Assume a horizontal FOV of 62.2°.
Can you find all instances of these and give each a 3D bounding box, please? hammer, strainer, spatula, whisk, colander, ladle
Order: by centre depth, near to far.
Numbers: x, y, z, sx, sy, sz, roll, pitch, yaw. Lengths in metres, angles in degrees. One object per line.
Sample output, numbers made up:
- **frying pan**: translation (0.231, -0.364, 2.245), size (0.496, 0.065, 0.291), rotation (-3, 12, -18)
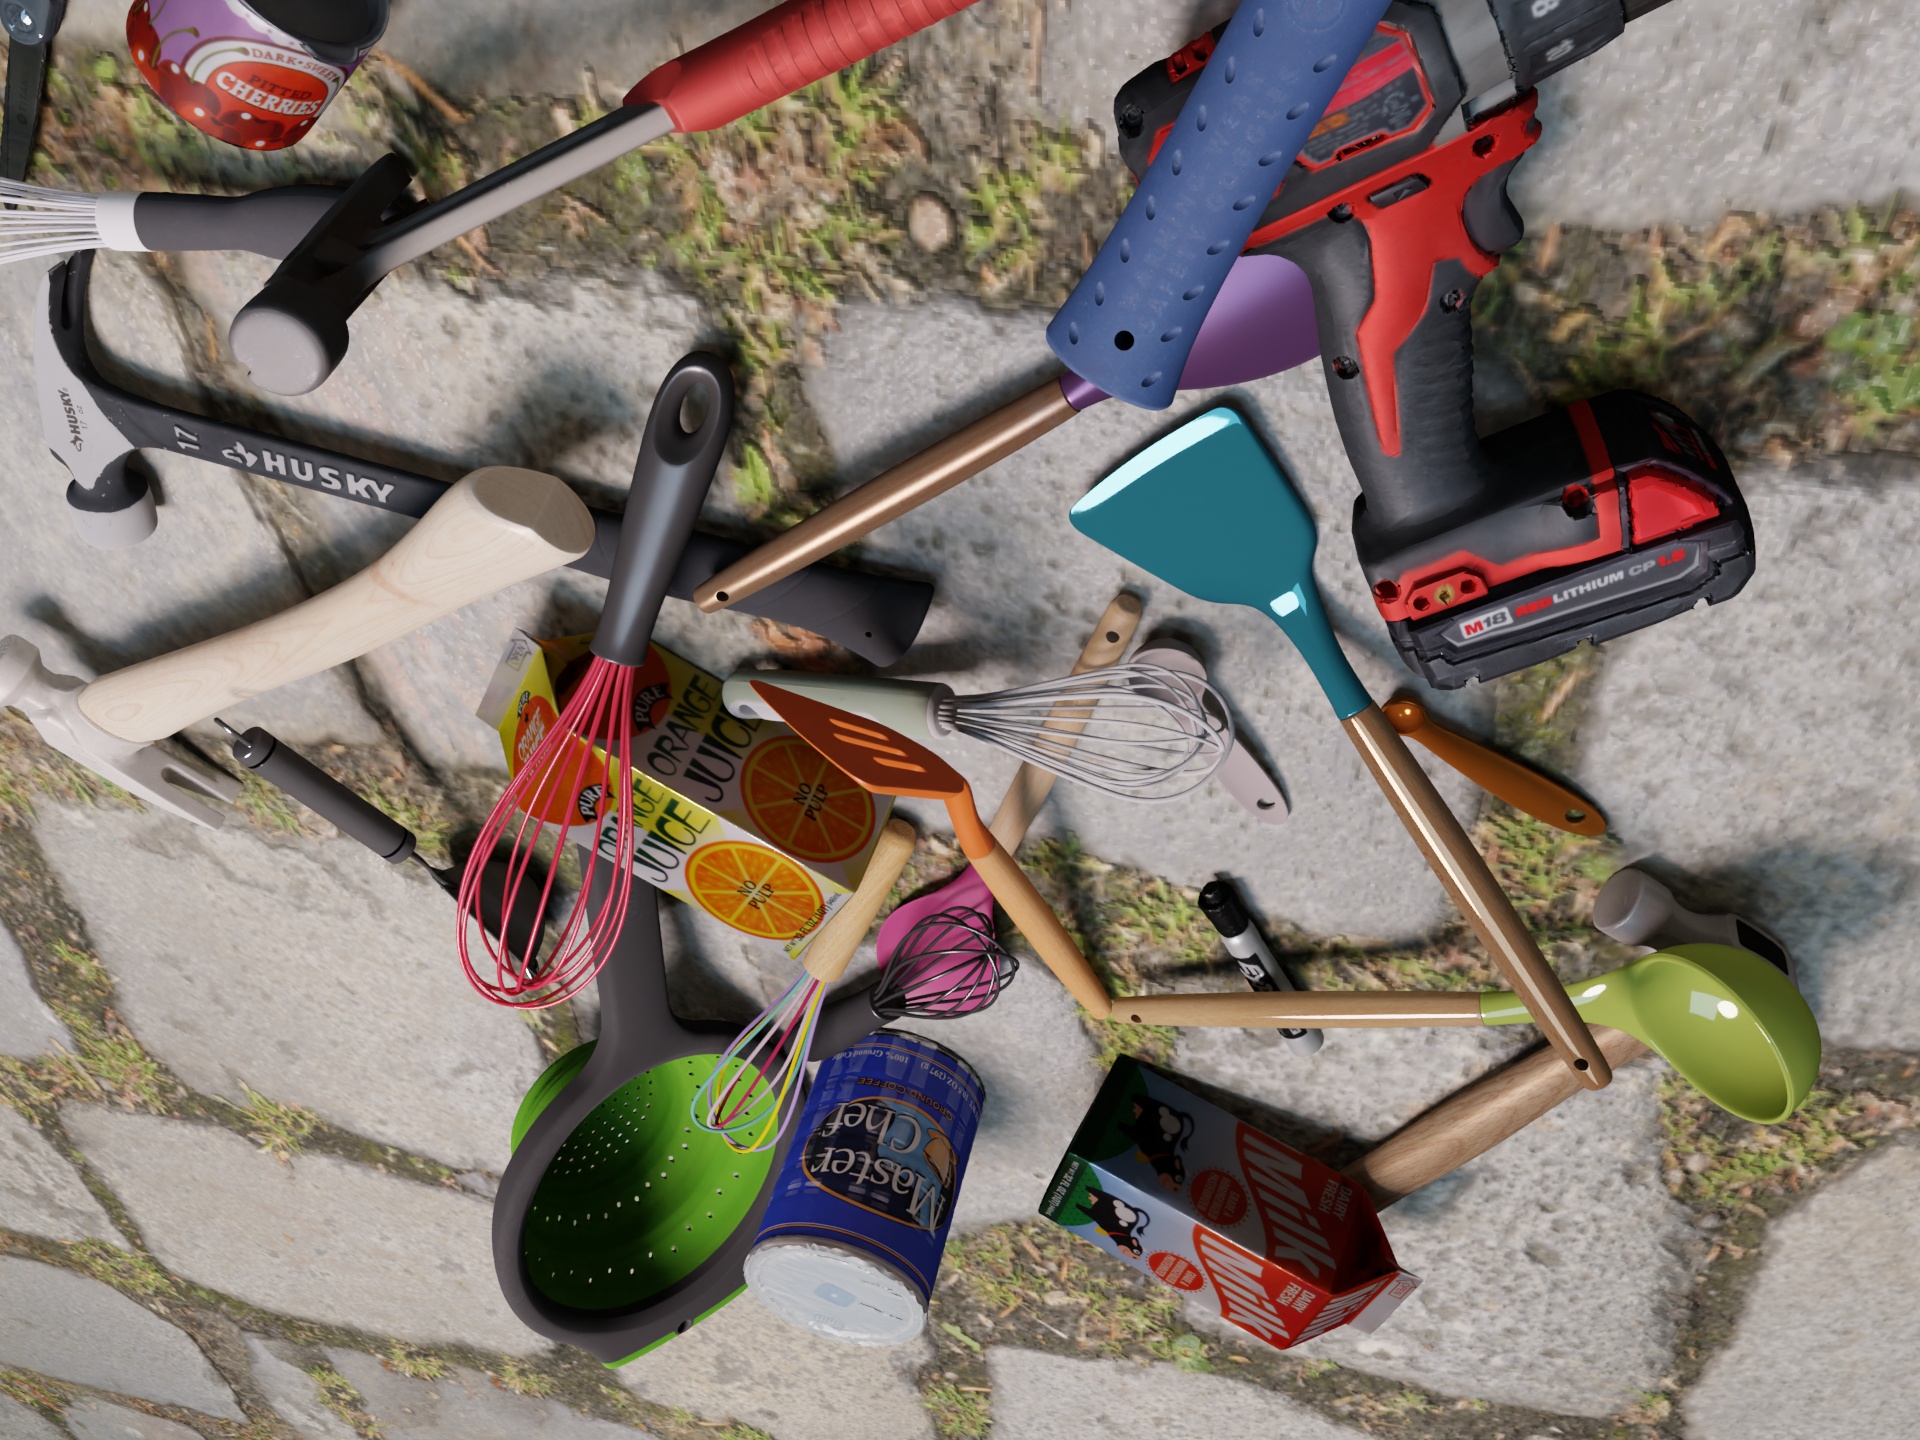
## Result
- **hammer**: translation (0.127, -0.253, 0.360), size (0.144, 0.035, 0.405), rotation (28, 121, -6)
- **hammer**: translation (-0.062, -0.207, 0.496), size (0.359, 0.149, 0.036), rotation (-19, 125, 19)
- **spatula**: translation (0.021, -0.107, 0.589), size (0.316, 0.018, 0.059), rotation (-25, 121, 27)
- **whisk**: translation (-0.353, -0.195, 0.615), size (0.284, 0.070, 0.070), rotation (2, 133, 3)
- **spatula**: translation (0.166, 0.022, 0.626), size (0.082, 0.044, 0.317), rotation (-32, 96, 35)
- **whisk**: translation (-0.146, -0.009, 0.656), size (0.073, 0.073, 0.295), rotation (20, 105, 0)
- **whisk**: translation (-0.001, -0.002, 0.681), size (0.246, 0.059, 0.057), rotation (6, 157, 29)
- **hammer**: translation (-0.210, -0.095, 0.689), size (0.409, 0.036, 0.149), rotation (15, 134, 5)
- **ladle**: translation (0.206, 0.138, 0.714), size (0.320, 0.062, 0.078), rotation (-7, 118, 34)
- **spatula**: translation (0.010, 0.073, 0.717), size (0.081, 0.041, 0.322), rotation (39, 169, 39)
- **hammer**: translation (-0.308, -0.029, 0.744), size (0.410, 0.038, 0.146), rotation (-15, 137, 36)
- **hammer**: translation (0.275, 0.192, 0.796), size (0.130, 0.031, 0.331), rotation (28, 135, -8)
- **strainer**: translation (-0.288, 0.068, 0.834), size (0.087, 0.050, 0.258), rotation (31, 167, 43)
- **whisk**: translation (-0.084, 0.142, 0.839), size (0.051, 0.047, 0.245), rotation (20, 121, -16)
- **whisk**: translation (-0.042, 0.149, 0.840), size (0.055, 0.055, 0.239), rotation (34, 145, -14)
- **colander**: translation (-0.199, 0.183, 0.907), size (0.095, 0.204, 0.396), rotation (28, 129, 43)

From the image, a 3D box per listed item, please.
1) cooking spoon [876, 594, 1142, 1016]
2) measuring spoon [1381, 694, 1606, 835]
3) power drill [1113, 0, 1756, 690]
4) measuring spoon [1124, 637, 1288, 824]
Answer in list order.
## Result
- **cooking spoon**: translation (0.022, 0.054, 0.761), size (0.069, 0.017, 0.318), rotation (30, 136, 5)
- **measuring spoon**: translation (0.224, 0.019, 0.666), size (0.117, 0.011, 0.021), rotation (28, 136, -13)
- **power drill**: translation (0.174, -0.136, 0.486), size (0.188, 0.080, 0.226), rotation (-21, 119, 23)
- **measuring spoon**: translation (0.111, 0.005, 0.690), size (0.034, 0.018, 0.124), rotation (-19, 130, 30)
